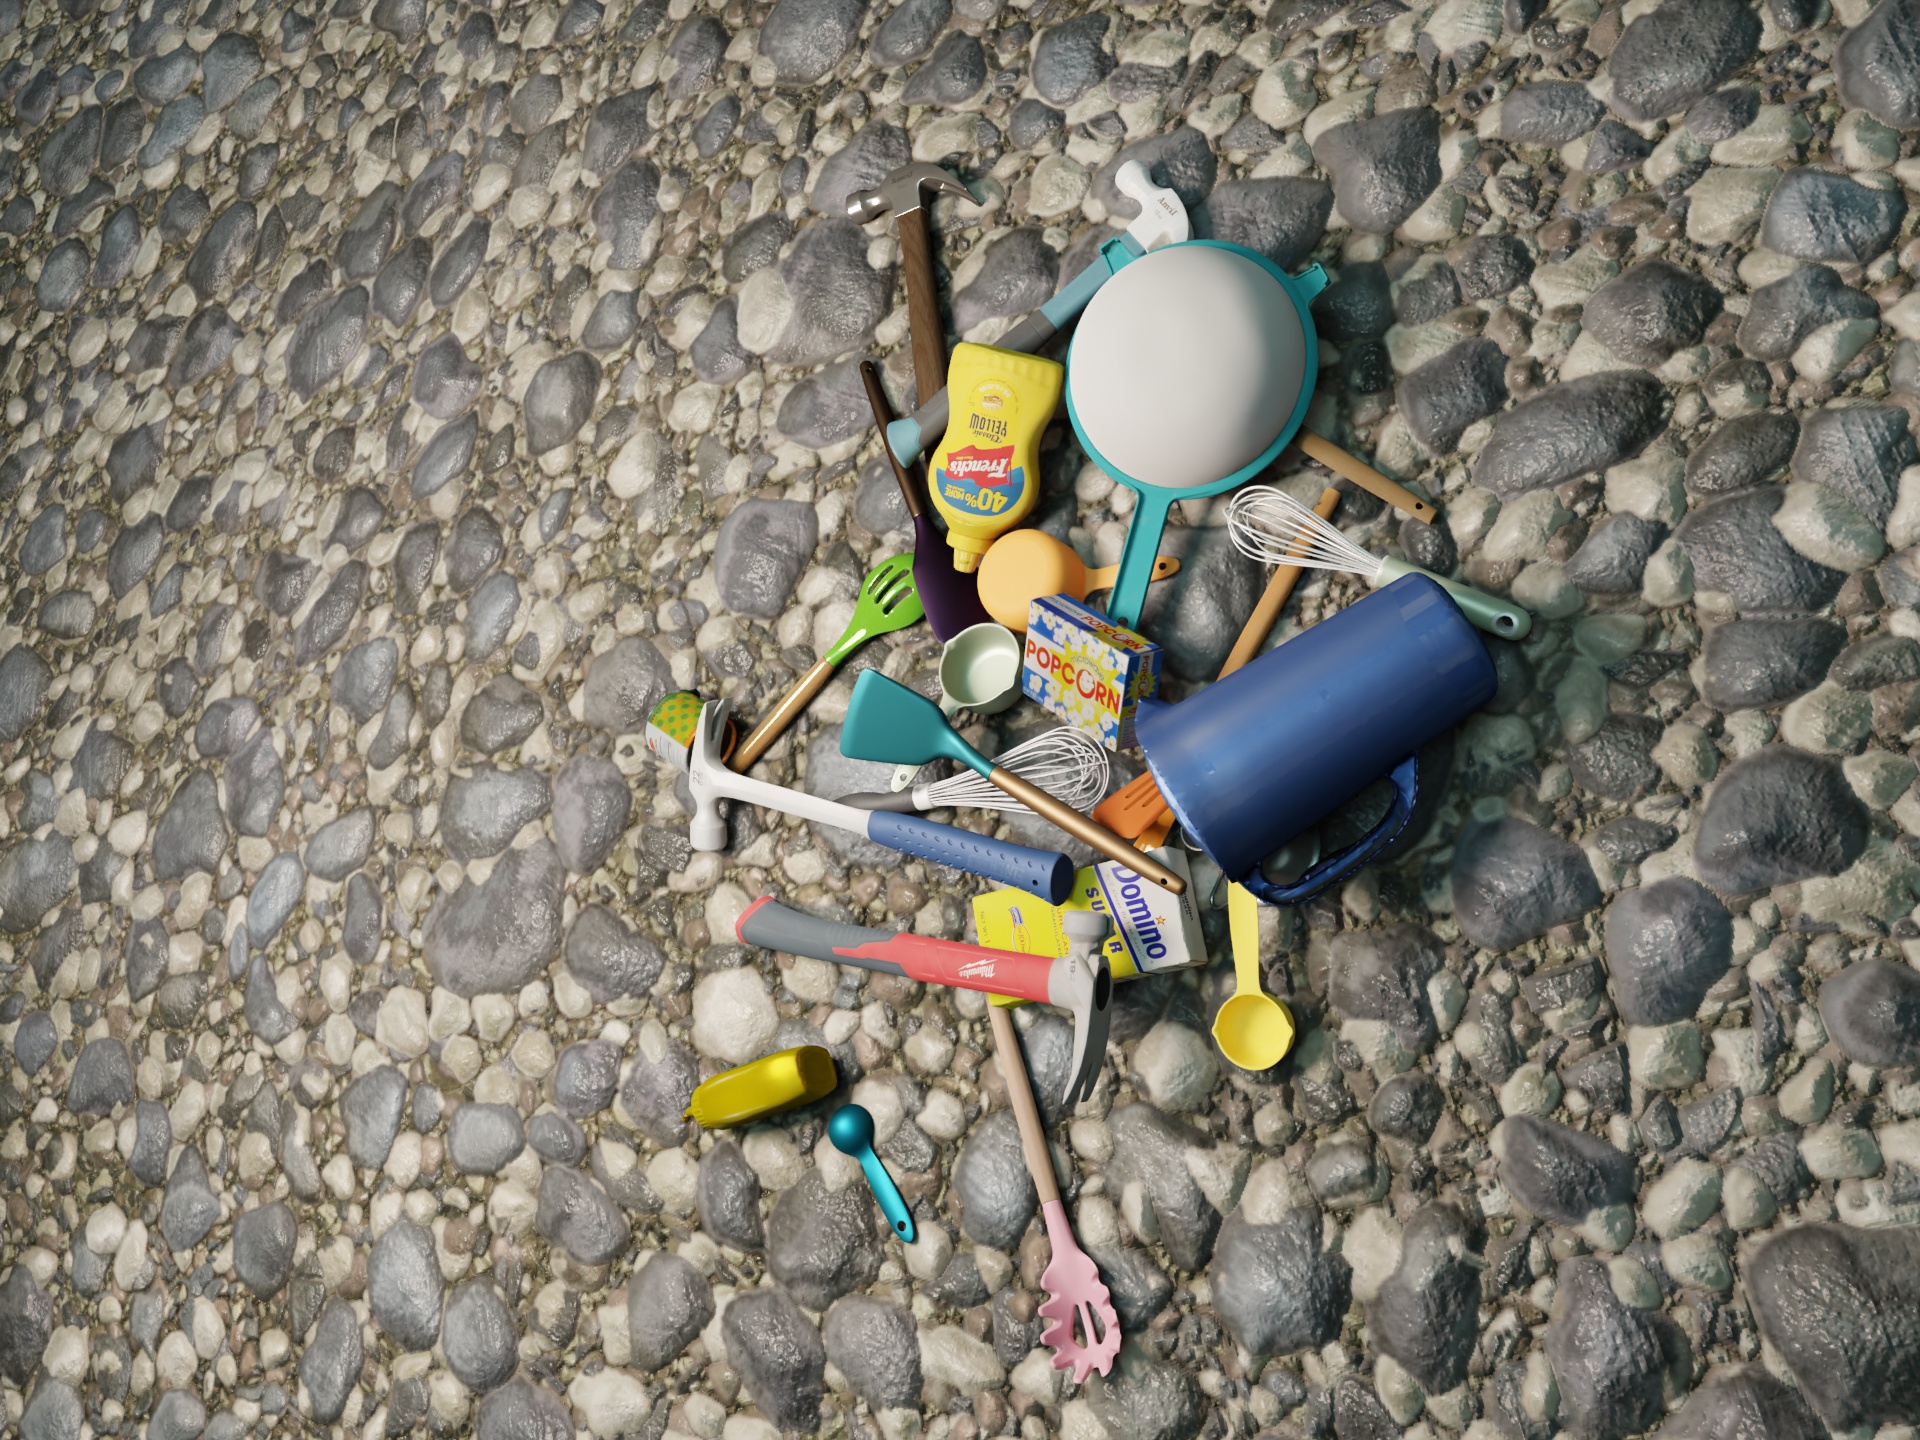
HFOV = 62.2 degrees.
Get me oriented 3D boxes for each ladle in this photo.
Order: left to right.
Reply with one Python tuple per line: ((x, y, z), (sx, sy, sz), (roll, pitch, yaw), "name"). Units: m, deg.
((0.251, -0.242, 1.290), (0.320, 0.062, 0.078), (38, 90, 24), "ladle")

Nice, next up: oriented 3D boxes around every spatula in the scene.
((-0.041, -0.205, 1.446), (0.060, 0.018, 0.316), (-16, 64, -9), "spatula")
((0.040, 0.058, 1.254), (0.318, 0.044, 0.082), (30, 115, 28), "spatula")
((0.210, -0.045, 1.255), (0.322, 0.041, 0.081), (-61, 22, 0), "spatula")

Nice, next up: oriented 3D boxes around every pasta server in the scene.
((0.062, 0.348, 1.242), (0.060, 0.040, 0.316), (-20, 67, 10), "pasta server")

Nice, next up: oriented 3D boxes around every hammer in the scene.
((-0.082, 0.081, 1.342), (0.406, 0.035, 0.144), (13, 108, 36), "hammer")
((-0.044, 0.208, 1.300), (0.386, 0.038, 0.143), (3, 86, 40), "hammer")
((-0.030, -0.372, 1.479), (0.130, 0.031, 0.331), (-16, 71, 25), "hammer")
((0.066, -0.343, 1.397), (0.331, 0.033, 0.128), (-39, 64, 7), "hammer")

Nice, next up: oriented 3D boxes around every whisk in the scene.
((-0.002, 0.058, 1.344), (0.284, 0.070, 0.070), (-12, 72, 31), "whisk")
((0.311, -0.117, 1.202), (0.246, 0.059, 0.057), (26, 118, 20), "whisk")

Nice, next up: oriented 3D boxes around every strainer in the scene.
((0.152, -0.223, 1.253), (0.211, 0.095, 0.340), (16, 93, 24), "strainer")
((0.281, 0.055, 1.194), (0.258, 0.050, 0.087), (-39, 50, 11), "strainer")

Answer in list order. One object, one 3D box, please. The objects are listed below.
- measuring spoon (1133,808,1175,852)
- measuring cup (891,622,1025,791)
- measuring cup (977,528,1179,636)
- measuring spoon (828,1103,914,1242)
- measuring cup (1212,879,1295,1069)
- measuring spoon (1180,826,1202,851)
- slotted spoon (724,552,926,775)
((0.156, 0.092, 1.272), (0.021, 0.011, 0.117), (35, 99, 28), "measuring spoon")
((-0.002, -0.004, 1.356), (0.083, 0.038, 0.167), (34, 89, 36), "measuring cup")
((0.094, -0.124, 1.333), (0.173, 0.052, 0.095), (-7, 74, 30), "measuring cup")
((-0.075, 0.376, 1.319), (0.042, 0.021, 0.129), (-42, 60, 14), "measuring spoon")
((0.219, 0.181, 1.189), (0.062, 0.029, 0.156), (-6, 83, 28), "measuring cup")
((0.207, 0.046, 1.254), (0.034, 0.018, 0.124), (15, 78, 34), "measuring spoon")
((-0.135, -0.034, 1.455), (0.313, 0.031, 0.070), (-47, 63, 13), "slotted spoon")
